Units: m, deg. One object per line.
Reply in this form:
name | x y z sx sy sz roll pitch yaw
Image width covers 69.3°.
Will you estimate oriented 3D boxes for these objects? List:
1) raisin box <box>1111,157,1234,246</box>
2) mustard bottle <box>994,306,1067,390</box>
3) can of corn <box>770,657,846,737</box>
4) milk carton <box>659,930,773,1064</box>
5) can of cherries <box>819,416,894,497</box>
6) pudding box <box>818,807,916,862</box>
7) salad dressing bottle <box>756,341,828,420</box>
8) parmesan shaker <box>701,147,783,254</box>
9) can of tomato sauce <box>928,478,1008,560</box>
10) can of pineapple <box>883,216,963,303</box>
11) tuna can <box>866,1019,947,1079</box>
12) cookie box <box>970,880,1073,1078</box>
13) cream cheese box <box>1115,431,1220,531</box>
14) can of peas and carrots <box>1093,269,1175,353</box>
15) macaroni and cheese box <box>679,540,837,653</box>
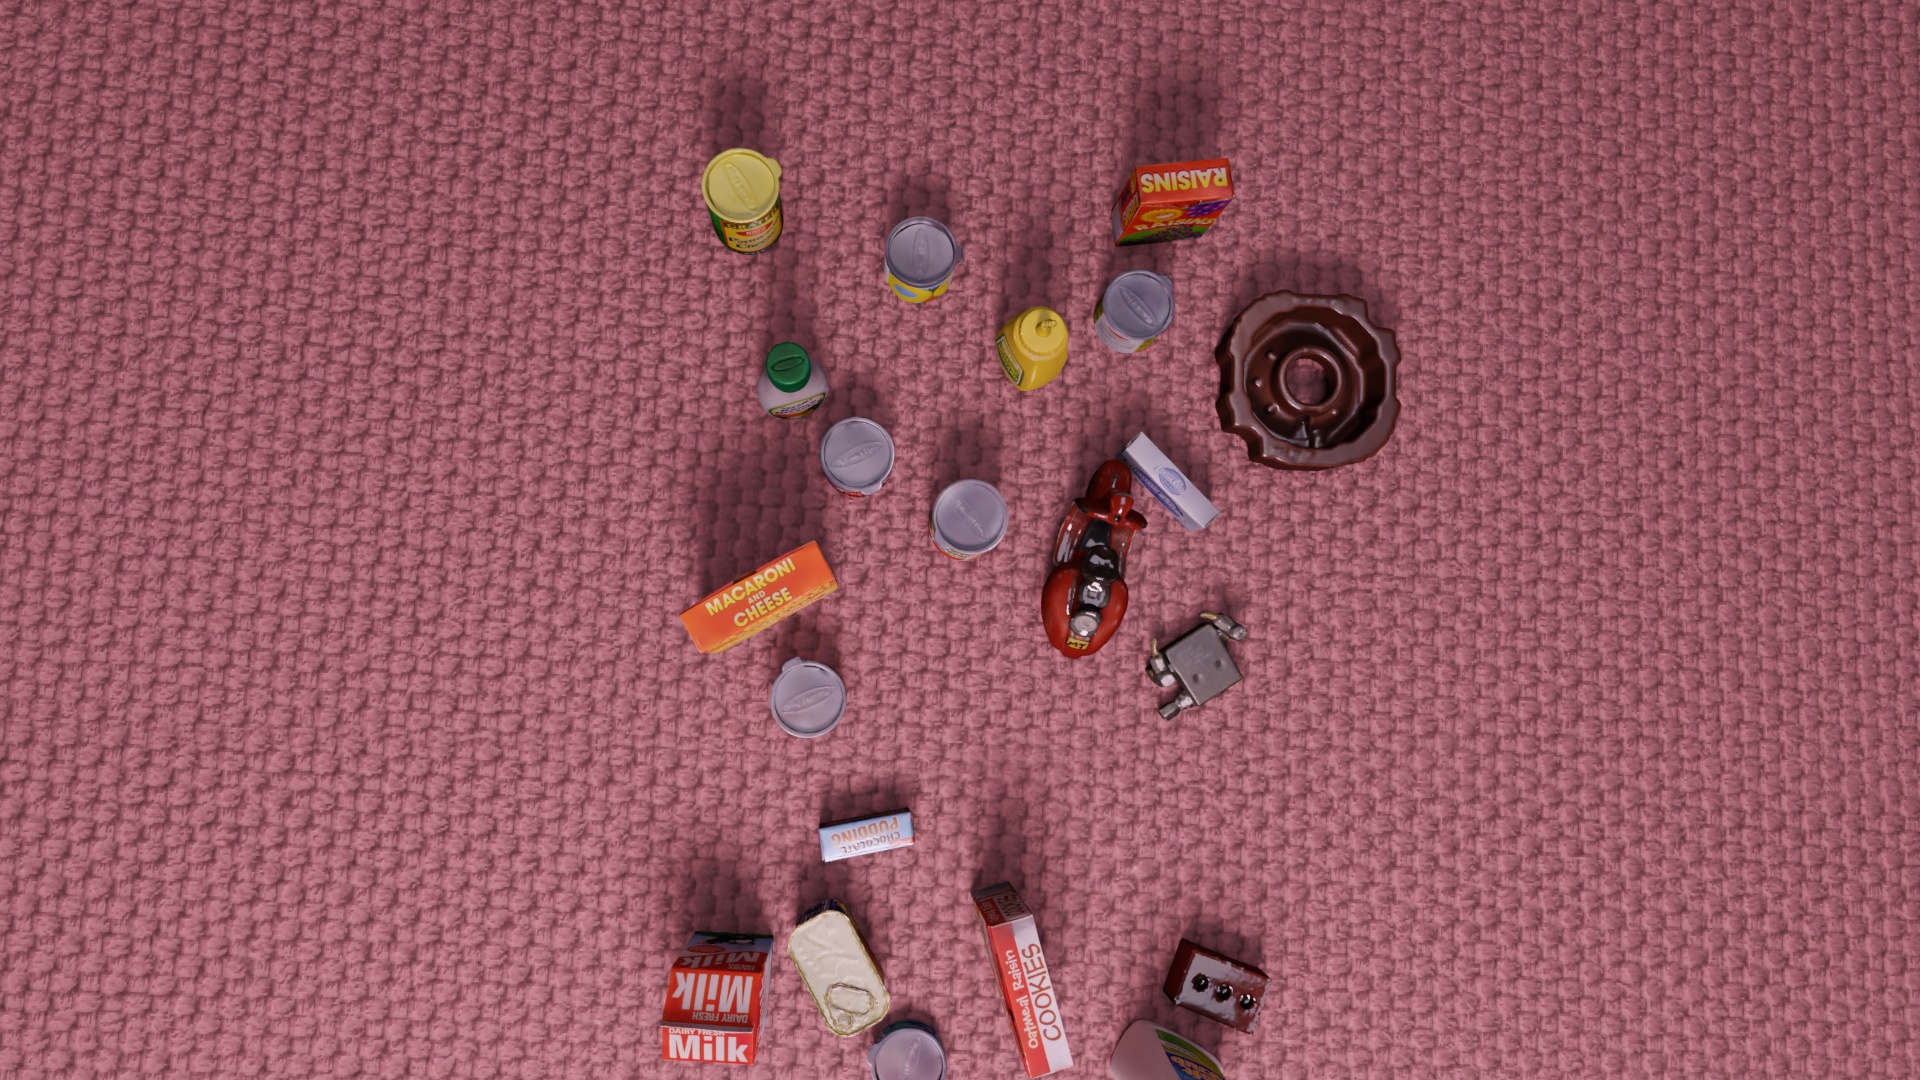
raisin box | 0.190 -0.305 1.261 0.086 0.123 0.040 -6 86 -5
mustard bottle | 0.065 -0.175 1.220 0.049 0.160 0.065 -28 88 -6
can of corn | -0.134 0.137 1.225 0.071 0.058 0.071 0 85 -4
milk carton | -0.196 0.374 1.130 0.072 0.190 0.073 5 85 -4
can of cherries | -0.092 -0.071 1.249 0.071 0.058 0.071 0 85 -4
pudding box | -0.083 0.258 1.221 0.084 0.049 0.030 -10 86 -5
salad dressing bottle | -0.147 -0.139 1.206 0.064 0.147 0.044 -17 87 -6
parmesan shaker | -0.190 -0.302 1.241 0.071 0.103 0.071 0 85 -4
can of tomato sauce | 0.004 -0.016 1.238 0.071 0.083 0.071 0 85 -4
can of pineapple | -0.035 -0.255 1.271 0.071 0.058 0.071 0 85 -4
tuna can | -0.048 0.455 1.213 0.071 0.033 0.071 0 85 -4
cookie box | 0.048 0.362 1.162 0.040 0.167 0.123 -16 86 -5
cream cheese box | 0.189 -0.052 1.271 0.024 0.053 0.104 -44 89 -7
can of peas and carrots | 0.161 -0.212 1.282 0.071 0.058 0.071 0 85 -4
macaroni and cheese box | -0.167 0.050 1.177 0.124 0.166 0.040 -29 88 -6
